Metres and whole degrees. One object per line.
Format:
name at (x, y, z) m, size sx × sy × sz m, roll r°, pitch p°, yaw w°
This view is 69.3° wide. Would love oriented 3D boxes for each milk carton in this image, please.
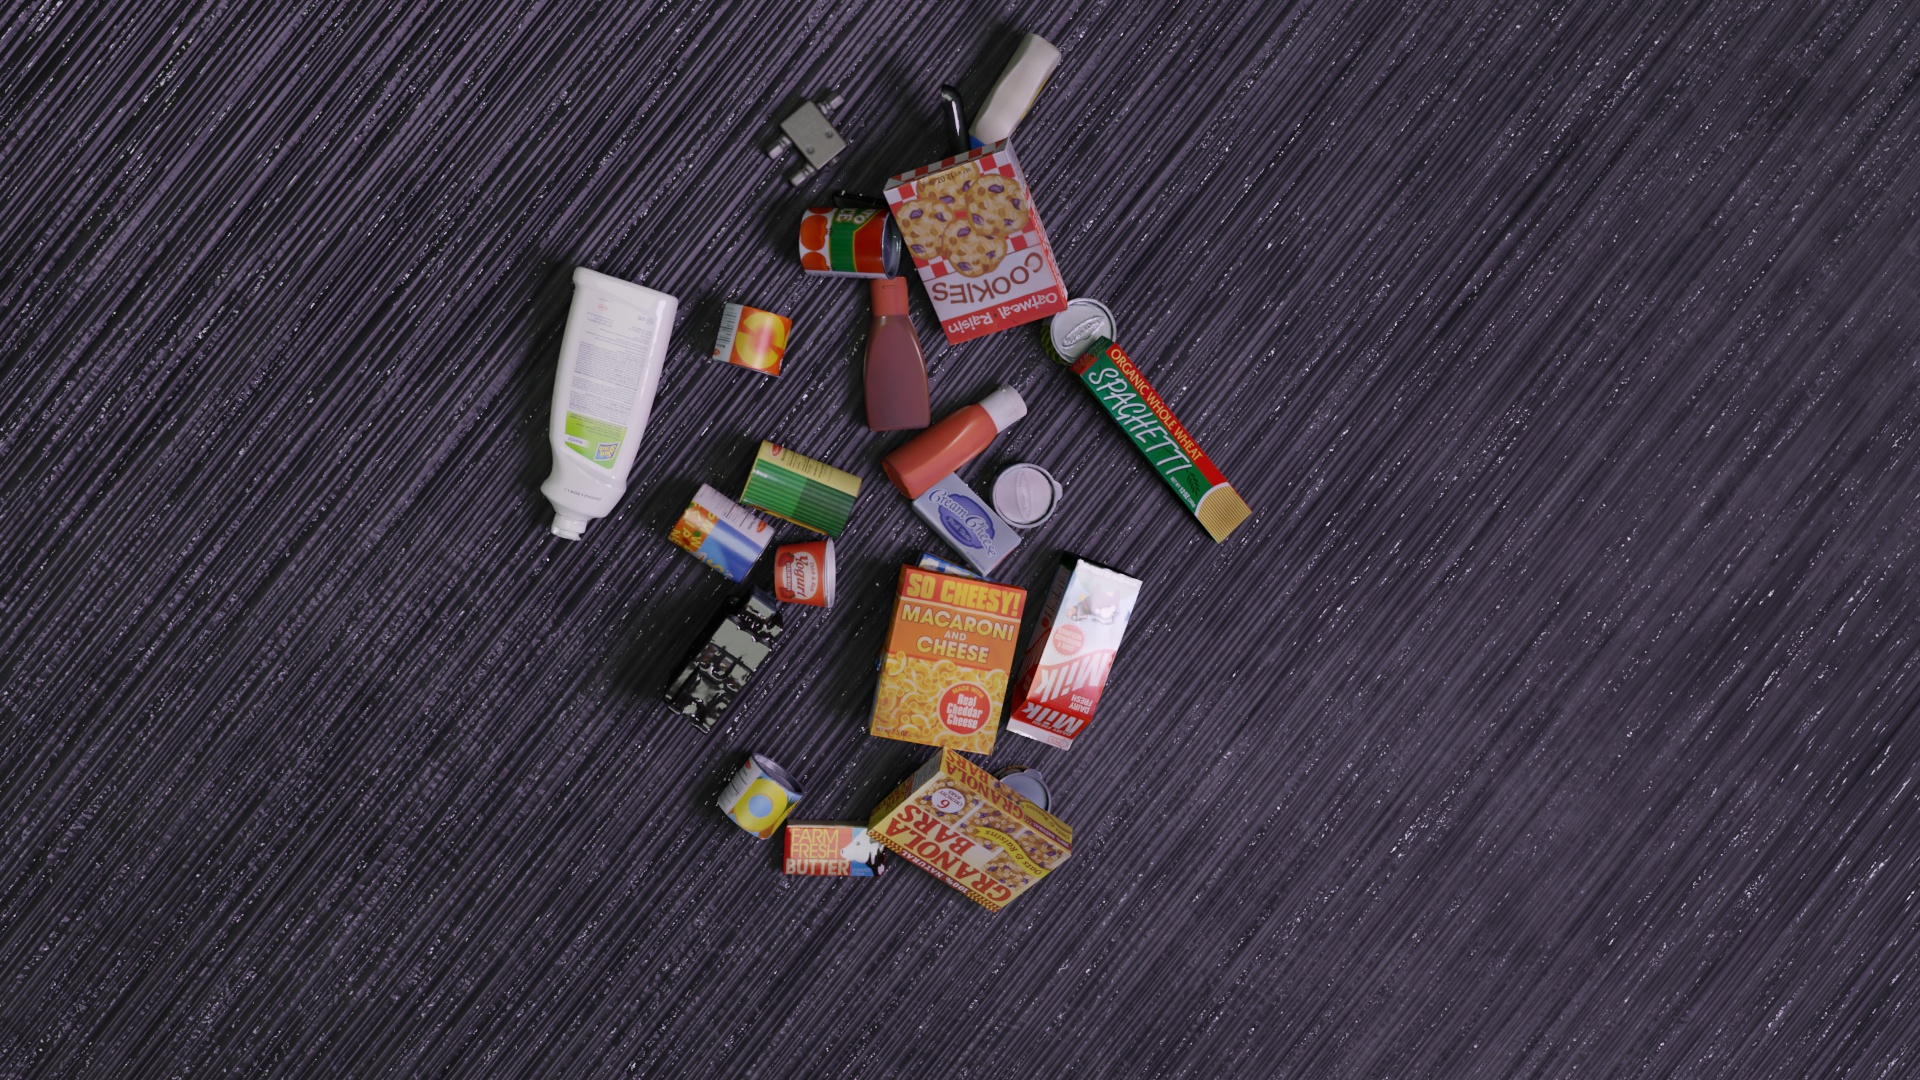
milk carton at (0.110, 0.113, 1.399) m, size 0.072 × 0.073 × 0.190 m, roll 20°, pitch 93°, yaw -9°

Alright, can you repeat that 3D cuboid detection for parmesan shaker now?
parmesan shaker at (-0.156, -0.048, 1.350) m, size 0.103 × 0.071 × 0.071 m, roll 22°, pitch 93°, yaw -9°

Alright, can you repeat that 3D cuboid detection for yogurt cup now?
yogurt cup at (-0.152, 0.032, 1.363) m, size 0.054 × 0.072 × 0.072 m, roll 0°, pitch 96°, yaw 1°

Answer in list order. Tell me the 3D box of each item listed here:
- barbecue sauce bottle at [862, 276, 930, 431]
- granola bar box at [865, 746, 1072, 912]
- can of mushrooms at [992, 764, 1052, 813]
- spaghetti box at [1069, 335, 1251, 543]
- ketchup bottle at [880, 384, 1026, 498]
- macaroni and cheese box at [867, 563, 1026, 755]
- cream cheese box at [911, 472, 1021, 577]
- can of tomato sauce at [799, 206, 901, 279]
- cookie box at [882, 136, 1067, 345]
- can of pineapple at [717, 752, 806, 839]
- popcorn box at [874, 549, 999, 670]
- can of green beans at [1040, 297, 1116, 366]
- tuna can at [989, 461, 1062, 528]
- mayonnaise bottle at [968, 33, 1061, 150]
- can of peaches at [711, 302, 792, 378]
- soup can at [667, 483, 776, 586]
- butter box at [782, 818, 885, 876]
barbecue sauce bottle at (-0.066, -0.183, 1.363) m, size 0.065 × 0.044 × 0.148 m, roll -4°, pitch 95°, yaw -4°
granola bar box at (0.010, 0.290, 1.384) m, size 0.165 × 0.039 × 0.123 m, roll 35°, pitch 121°, yaw -16°
can of mushrooms at (0.060, 0.264, 1.427) m, size 0.071 × 0.033 × 0.071 m, roll -1°, pitch 96°, yaw -7°
spaghetti box at (0.201, -0.097, 1.381) m, size 0.050 × 0.029 × 0.249 m, roll -44°, pitch 115°, yaw -2°
ketchup bottle at (-0.004, -0.100, 1.371) m, size 0.149 × 0.065 × 0.043 m, roll -35°, pitch 121°, yaw -11°
macaroni and cheese box at (-0.014, 0.116, 1.360) m, size 0.124 × 0.040 × 0.166 m, roll 11°, pitch 94°, yaw -10°
cream cheese box at (0.005, -0.017, 1.379) m, size 0.104 × 0.024 × 0.053 m, roll 45°, pitch 75°, yaw 6°
can of tomato sauce at (-0.104, -0.286, 1.325) m, size 0.083 × 0.071 × 0.071 m, roll 5°, pitch 95°, yaw 12°
cookie box at (0.017, -0.279, 1.315) m, size 0.123 × 0.040 × 0.166 m, roll -15°, pitch 120°, yaw 17°
can of pineapple at (-0.196, 0.254, 1.376) m, size 0.071 × 0.071 × 0.058 m, roll 38°, pitch 90°, yaw -9°
popcorn box at (-0.024, 0.083, 1.396) m, size 0.085 × 0.038 × 0.126 m, roll 22°, pitch 92°, yaw -10°
can of green beans at (0.116, -0.206, 1.377) m, size 0.071 × 0.058 × 0.071 m, roll -1°, pitch 96°, yaw -7°
tuna can at (0.065, -0.047, 1.398) m, size 0.071 × 0.033 × 0.071 m, roll -1°, pitch 96°, yaw -7°
mayonnaise bottle at (0.042, -0.416, 1.346) m, size 0.041 × 0.065 × 0.147 m, roll 31°, pitch 101°, yaw -11°
can of peaches at (-0.198, -0.192, 1.334) m, size 0.071 × 0.071 × 0.058 m, roll 13°, pitch 93°, yaw -9°
soup can at (-0.233, -0.004, 1.347) m, size 0.084 × 0.071 × 0.071 m, roll 34°, pitch 91°, yaw -9°
butter box at (-0.128, 0.312, 1.411) m, size 0.103 × 0.024 × 0.053 m, roll 3°, pitch 95°, yaw -8°
